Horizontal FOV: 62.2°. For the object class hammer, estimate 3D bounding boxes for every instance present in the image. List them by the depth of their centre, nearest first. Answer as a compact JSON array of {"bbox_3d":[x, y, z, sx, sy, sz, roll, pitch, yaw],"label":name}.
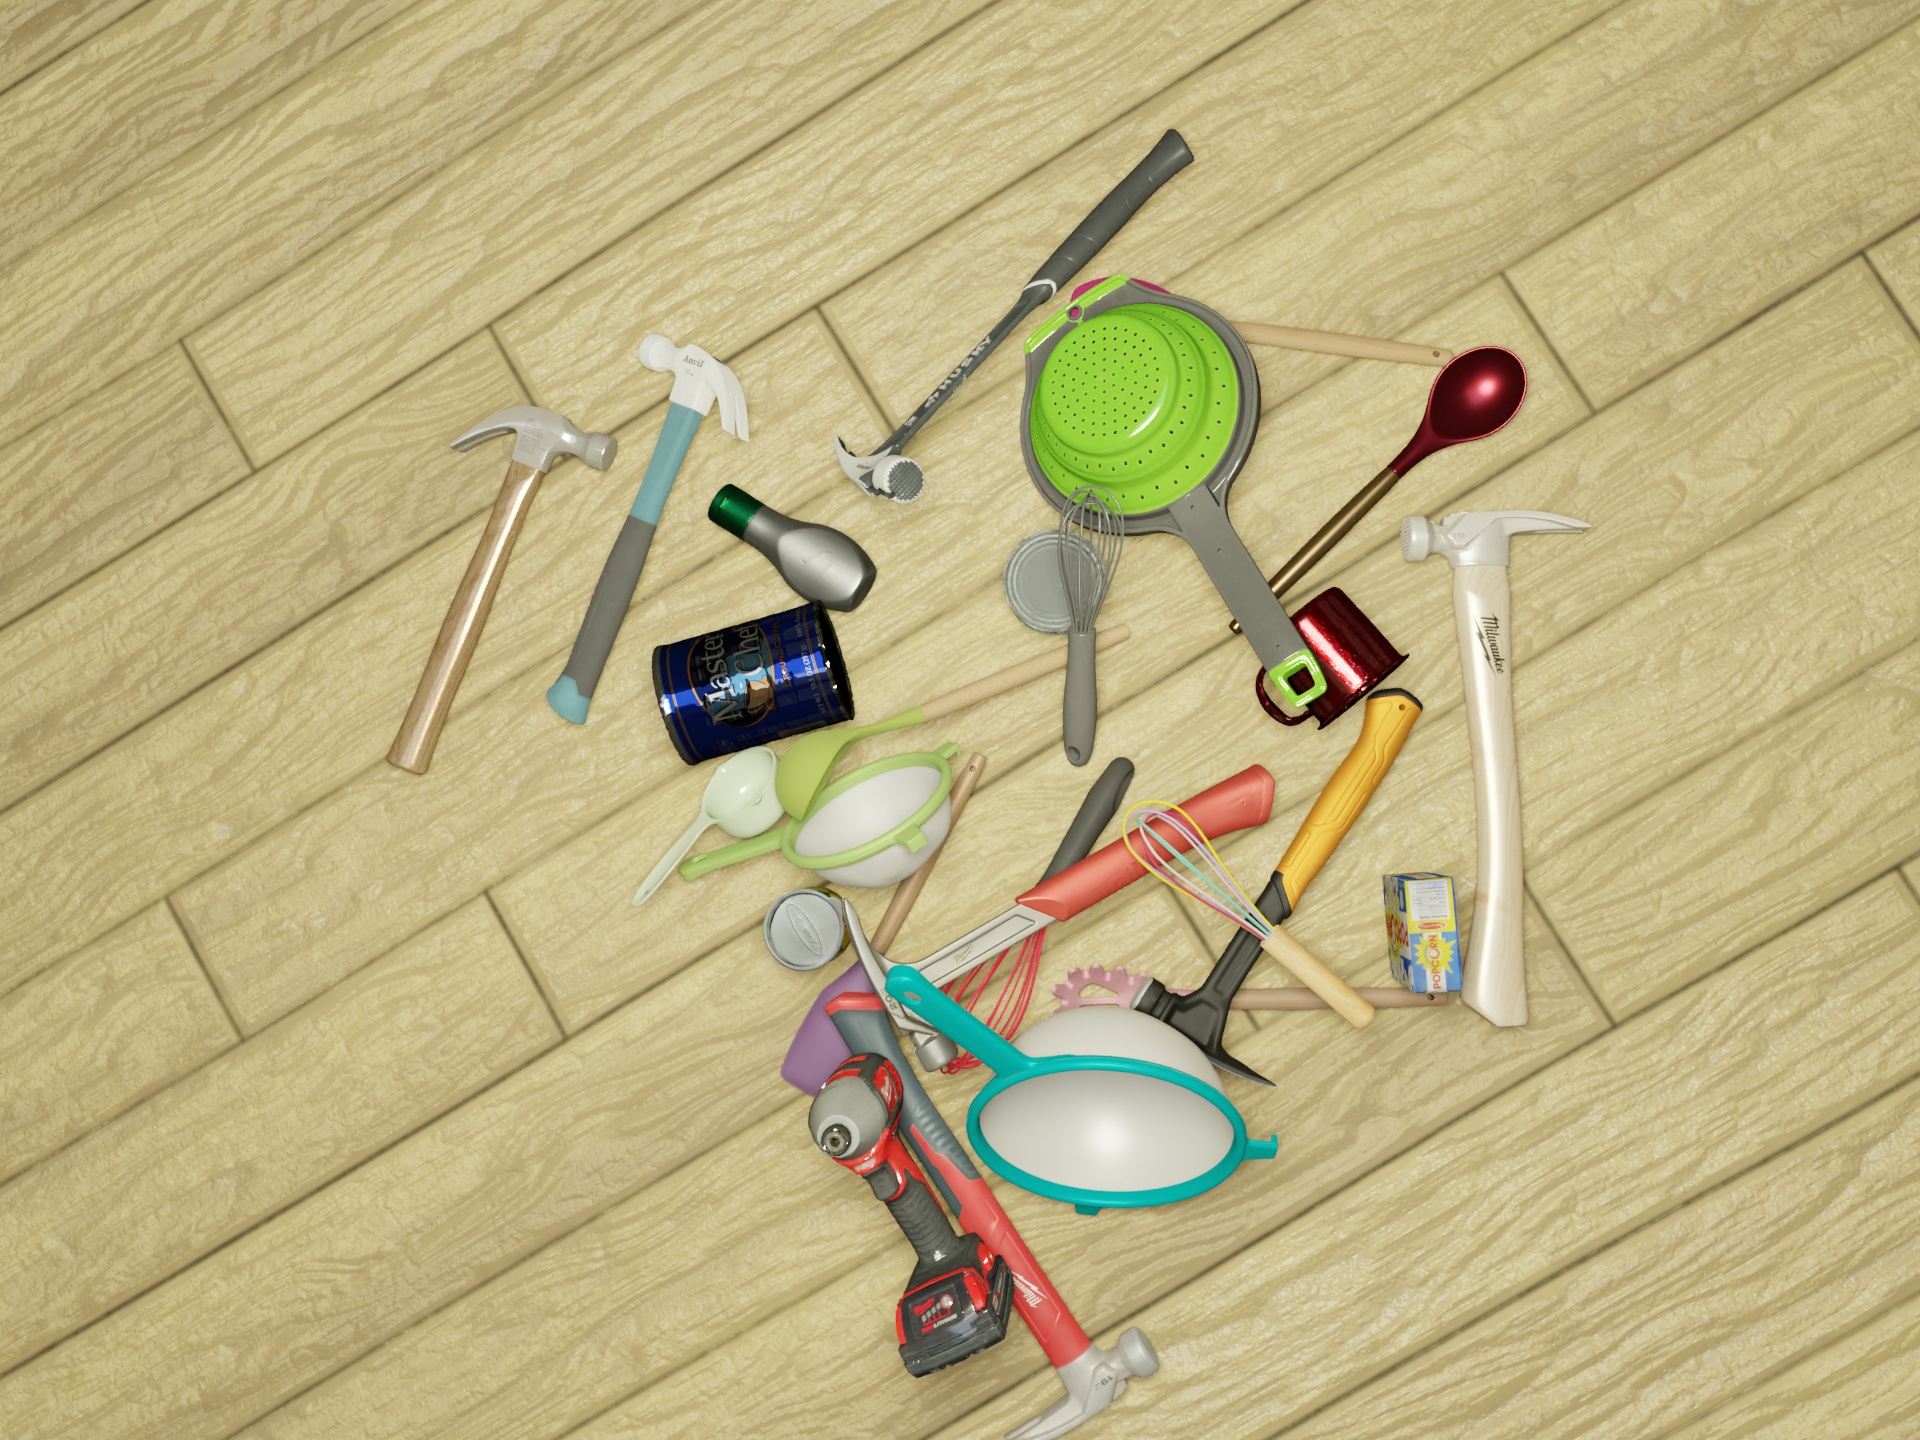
[{"bbox_3d":[0.089,0.123,1.253,0.359,0.036,0.149,-29,90,-12],"label":"hammer"},{"bbox_3d":[0.275,0.123,1.265,0.127,0.034,0.337,33,83,5],"label":"hammer"},{"bbox_3d":[0.438,0.036,1.276,0.146,0.038,0.411,-2,86,4],"label":"hammer"},{"bbox_3d":[-0.006,0.393,1.282,0.143,0.038,0.386,-34,87,4],"label":"hammer"},{"bbox_3d":[0.050,-0.338,1.308,0.409,0.149,0.036,-48,120,-8],"label":"hammer"},{"bbox_3d":[-0.273,-0.156,1.339,0.128,0.033,0.331,24,93,31],"label":"hammer"},{"bbox_3d":[-0.415,-0.113,1.362,0.130,0.031,0.331,22,89,6],"label":"hammer"}]

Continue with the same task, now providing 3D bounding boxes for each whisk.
[{"bbox_3d":[0.223,0.148,1.222,0.245,0.051,0.047,41,77,1],"label":"whisk"},{"bbox_3d":[0.100,-0.070,1.267,0.055,0.055,0.238,3,115,5],"label":"whisk"},{"bbox_3d":[0.061,0.157,1.292,0.073,0.073,0.296,31,84,6],"label":"whisk"}]

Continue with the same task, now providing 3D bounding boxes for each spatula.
[{"bbox_3d":[-0.055,0.169,1.318,0.060,0.018,0.316,28,90,5],"label":"spatula"}]

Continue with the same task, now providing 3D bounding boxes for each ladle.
[{"bbox_3d":[-0.002,-0.004,1.290,0.320,0.078,0.062,-22,81,-10],"label":"ladle"},{"bbox_3d":[0.337,-0.184,1.304,0.315,0.031,0.069,-44,83,3],"label":"ladle"}]

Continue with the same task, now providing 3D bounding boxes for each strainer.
[{"bbox_3d":[0.070,0.248,1.195,0.211,0.095,0.340,-30,124,32],"label":"strainer"},{"bbox_3d":[-0.110,0.109,1.297,0.256,0.152,0.069,-19,113,21],"label":"strainer"}]

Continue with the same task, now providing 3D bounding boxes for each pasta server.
[{"bbox_3d":[0.232,0.225,1.280,0.316,0.040,0.060,-1,82,4],"label":"pasta server"}]

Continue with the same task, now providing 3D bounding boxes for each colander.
[{"bbox_3d":[0.165,-0.187,1.238,0.204,0.094,0.397,-33,72,16],"label":"colander"}]

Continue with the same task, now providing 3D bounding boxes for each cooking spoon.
[{"bbox_3d":[0.247,-0.323,1.324,0.319,0.017,0.069,9,87,6],"label":"cooking spoon"}]

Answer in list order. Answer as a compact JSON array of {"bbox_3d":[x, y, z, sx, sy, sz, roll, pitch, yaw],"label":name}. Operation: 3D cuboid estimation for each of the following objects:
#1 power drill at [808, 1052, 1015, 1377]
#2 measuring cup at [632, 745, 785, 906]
[{"bbox_3d":[-0.044,0.366,1.197,0.078,0.143,0.219,-27,90,8],"label":"power drill"},{"bbox_3d":[-0.202,0.095,1.304,0.167,0.083,0.038,-49,125,-7],"label":"measuring cup"}]
